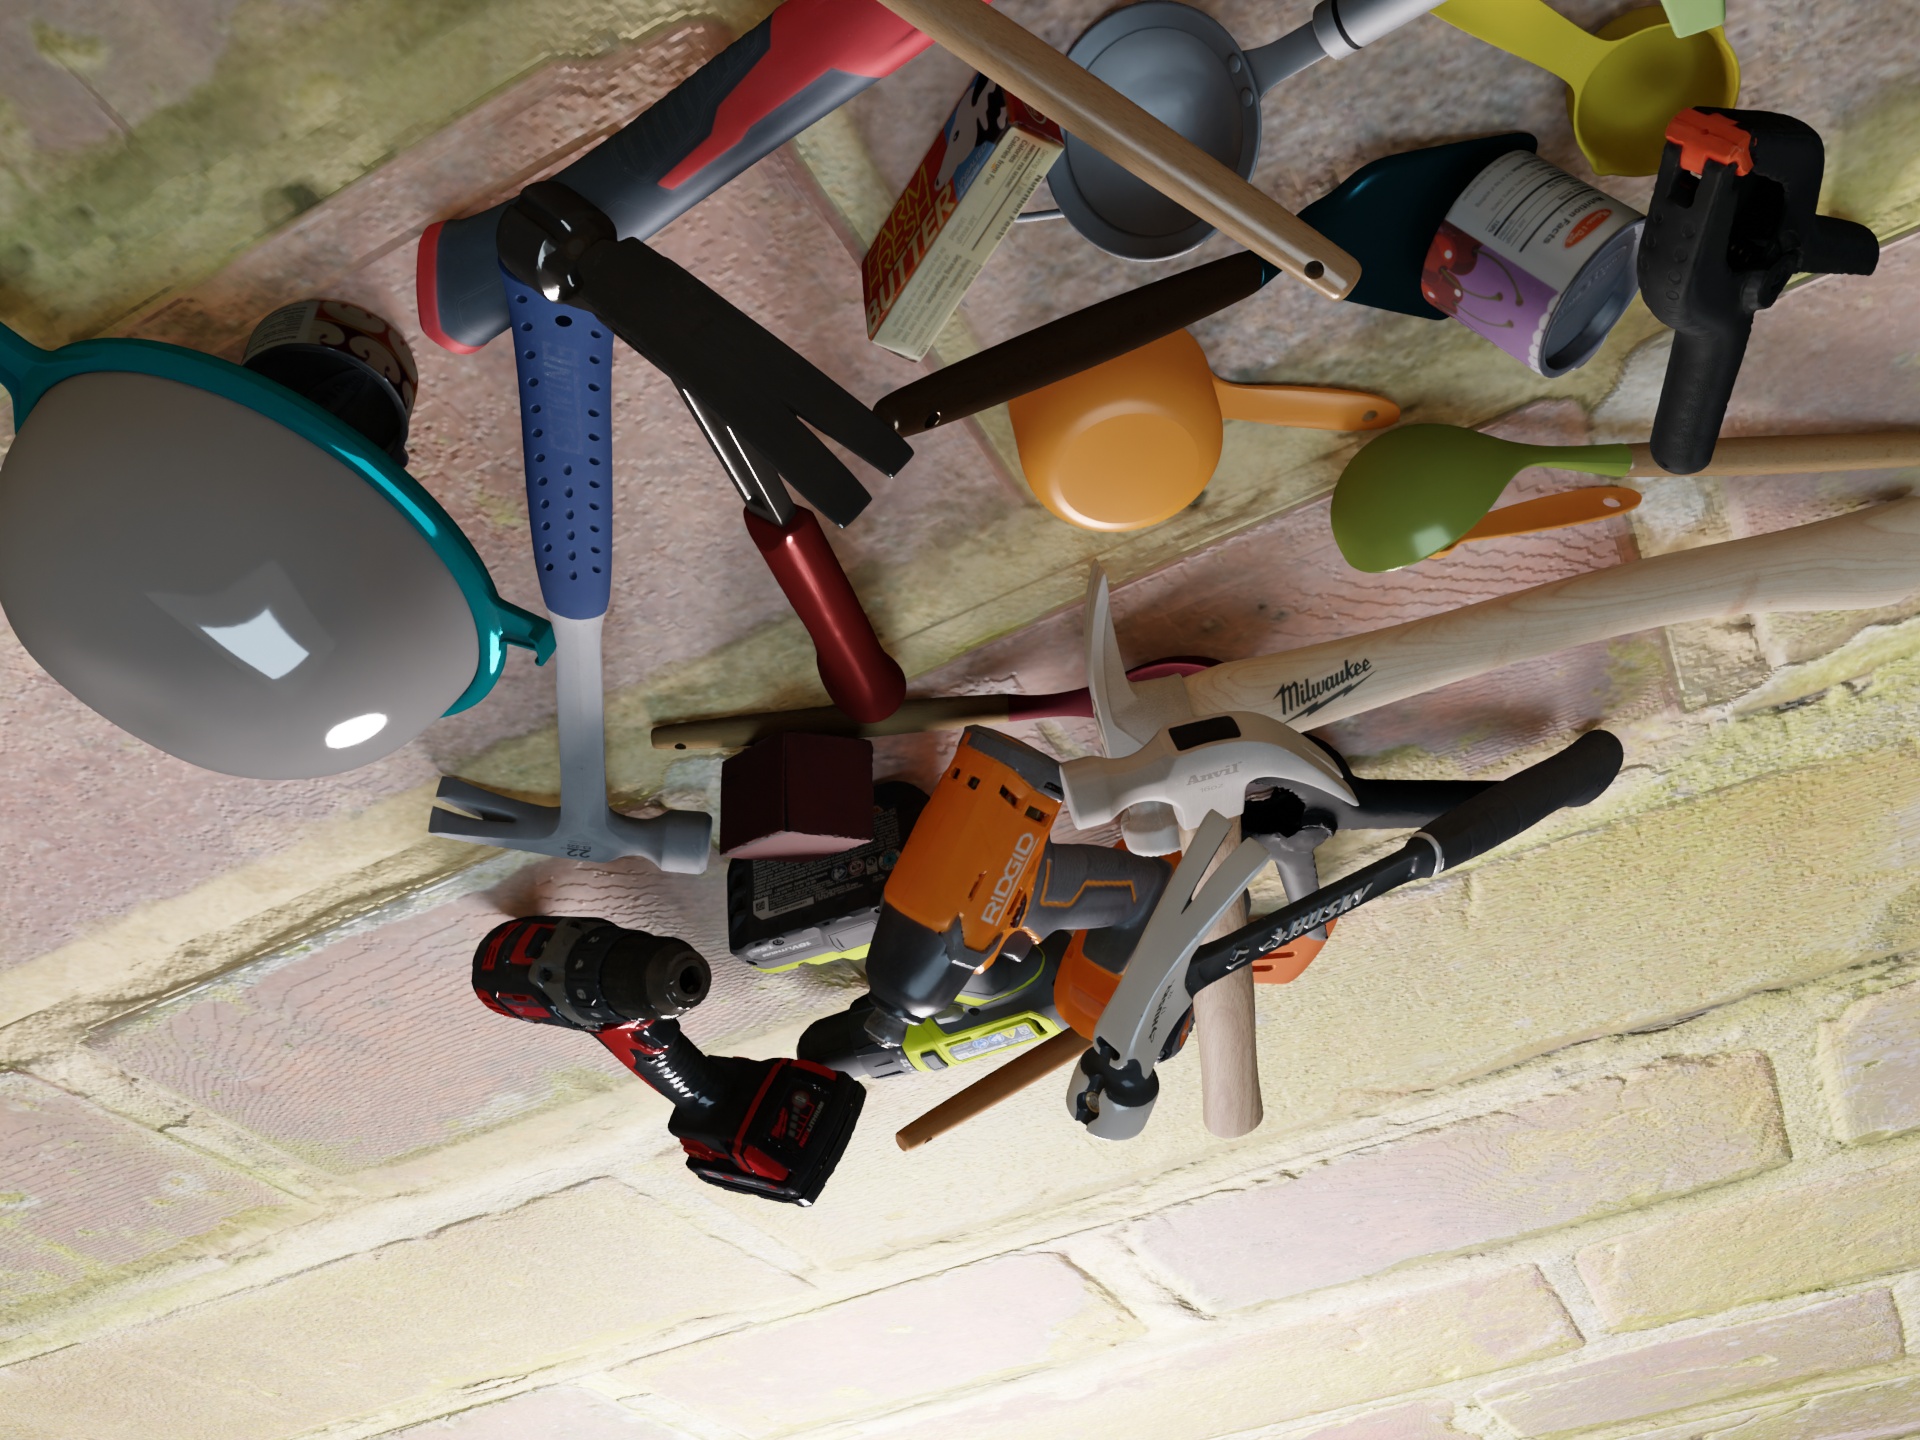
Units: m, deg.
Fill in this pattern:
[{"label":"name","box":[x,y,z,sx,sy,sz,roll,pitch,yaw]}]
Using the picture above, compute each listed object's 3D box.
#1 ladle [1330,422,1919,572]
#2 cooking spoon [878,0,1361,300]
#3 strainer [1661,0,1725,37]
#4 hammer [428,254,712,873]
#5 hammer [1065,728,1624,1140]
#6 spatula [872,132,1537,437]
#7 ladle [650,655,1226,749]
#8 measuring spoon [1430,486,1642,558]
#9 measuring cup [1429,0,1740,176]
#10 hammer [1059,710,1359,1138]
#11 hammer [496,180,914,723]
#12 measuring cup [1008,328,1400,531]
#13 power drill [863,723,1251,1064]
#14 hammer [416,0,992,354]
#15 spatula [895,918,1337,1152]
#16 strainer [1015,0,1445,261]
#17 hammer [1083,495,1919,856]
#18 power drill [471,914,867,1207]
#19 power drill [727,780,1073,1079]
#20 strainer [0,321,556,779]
[{"label":"ladle","box":[0.321,-0.106,0.717,0.320,0.078,0.062,-4,112,-10]},{"label":"cooking spoon","box":[-0.014,-0.215,0.469,0.318,0.017,0.068,31,130,-9]},{"label":"strainer","box":[0.148,-0.314,0.462,0.256,0.069,0.151,18,146,-1]},{"label":"hammer","box":[-0.174,-0.044,0.695,0.144,0.035,0.405,6,145,-8]},{"label":"hammer","box":[0.211,0.064,0.754,0.409,0.036,0.149,-17,135,-41]},{"label":"spatula","box":[0.093,-0.145,0.551,0.317,0.044,0.082,-31,151,-37]},{"label":"ladle","box":[-0.001,-0.003,0.815,0.315,0.031,0.069,-4,142,1]},{"label":"measuring spoon","box":[0.264,-0.091,0.738,0.117,0.021,0.011,-13,140,-11]},{"label":"measuring cup","box":[0.206,-0.249,0.568,0.156,0.029,0.062,23,132,-13]},{"label":"hammer","box":[0.134,0.118,0.808,0.130,0.031,0.331,-16,135,-2]},{"label":"hammer","box":[-0.057,-0.060,0.615,0.037,0.149,0.358,-48,163,-8]},{"label":"measuring cup","box":[0.108,-0.120,0.673,0.173,0.052,0.095,2,138,-7]},{"label":"power drill","box":[0.046,0.112,0.841,0.226,0.084,0.164,28,88,-45]},{"label":"hammer","box":[-0.034,-0.207,0.518,0.386,0.038,0.143,-23,117,30]},{"label":"spatula","box":[0.098,0.186,0.957,0.322,0.041,0.081,-23,148,-32]},{"label":"strainer","box":[0.119,-0.222,0.520,0.258,0.087,0.050,-15,-173,44]},{"label":"hammer","box":[0.264,-0.052,0.764,0.410,0.038,0.146,-14,109,0]},{"label":"power drill","box":[-0.154,0.188,0.911,0.188,0.080,0.226,-7,136,45]},{"label":"power drill","box":[-0.044,0.142,0.938,0.190,0.080,0.228,-19,140,13]},{"label":"strainer","box":[-0.337,-0.078,0.598,0.211,0.095,0.340,-16,132,41]}]
